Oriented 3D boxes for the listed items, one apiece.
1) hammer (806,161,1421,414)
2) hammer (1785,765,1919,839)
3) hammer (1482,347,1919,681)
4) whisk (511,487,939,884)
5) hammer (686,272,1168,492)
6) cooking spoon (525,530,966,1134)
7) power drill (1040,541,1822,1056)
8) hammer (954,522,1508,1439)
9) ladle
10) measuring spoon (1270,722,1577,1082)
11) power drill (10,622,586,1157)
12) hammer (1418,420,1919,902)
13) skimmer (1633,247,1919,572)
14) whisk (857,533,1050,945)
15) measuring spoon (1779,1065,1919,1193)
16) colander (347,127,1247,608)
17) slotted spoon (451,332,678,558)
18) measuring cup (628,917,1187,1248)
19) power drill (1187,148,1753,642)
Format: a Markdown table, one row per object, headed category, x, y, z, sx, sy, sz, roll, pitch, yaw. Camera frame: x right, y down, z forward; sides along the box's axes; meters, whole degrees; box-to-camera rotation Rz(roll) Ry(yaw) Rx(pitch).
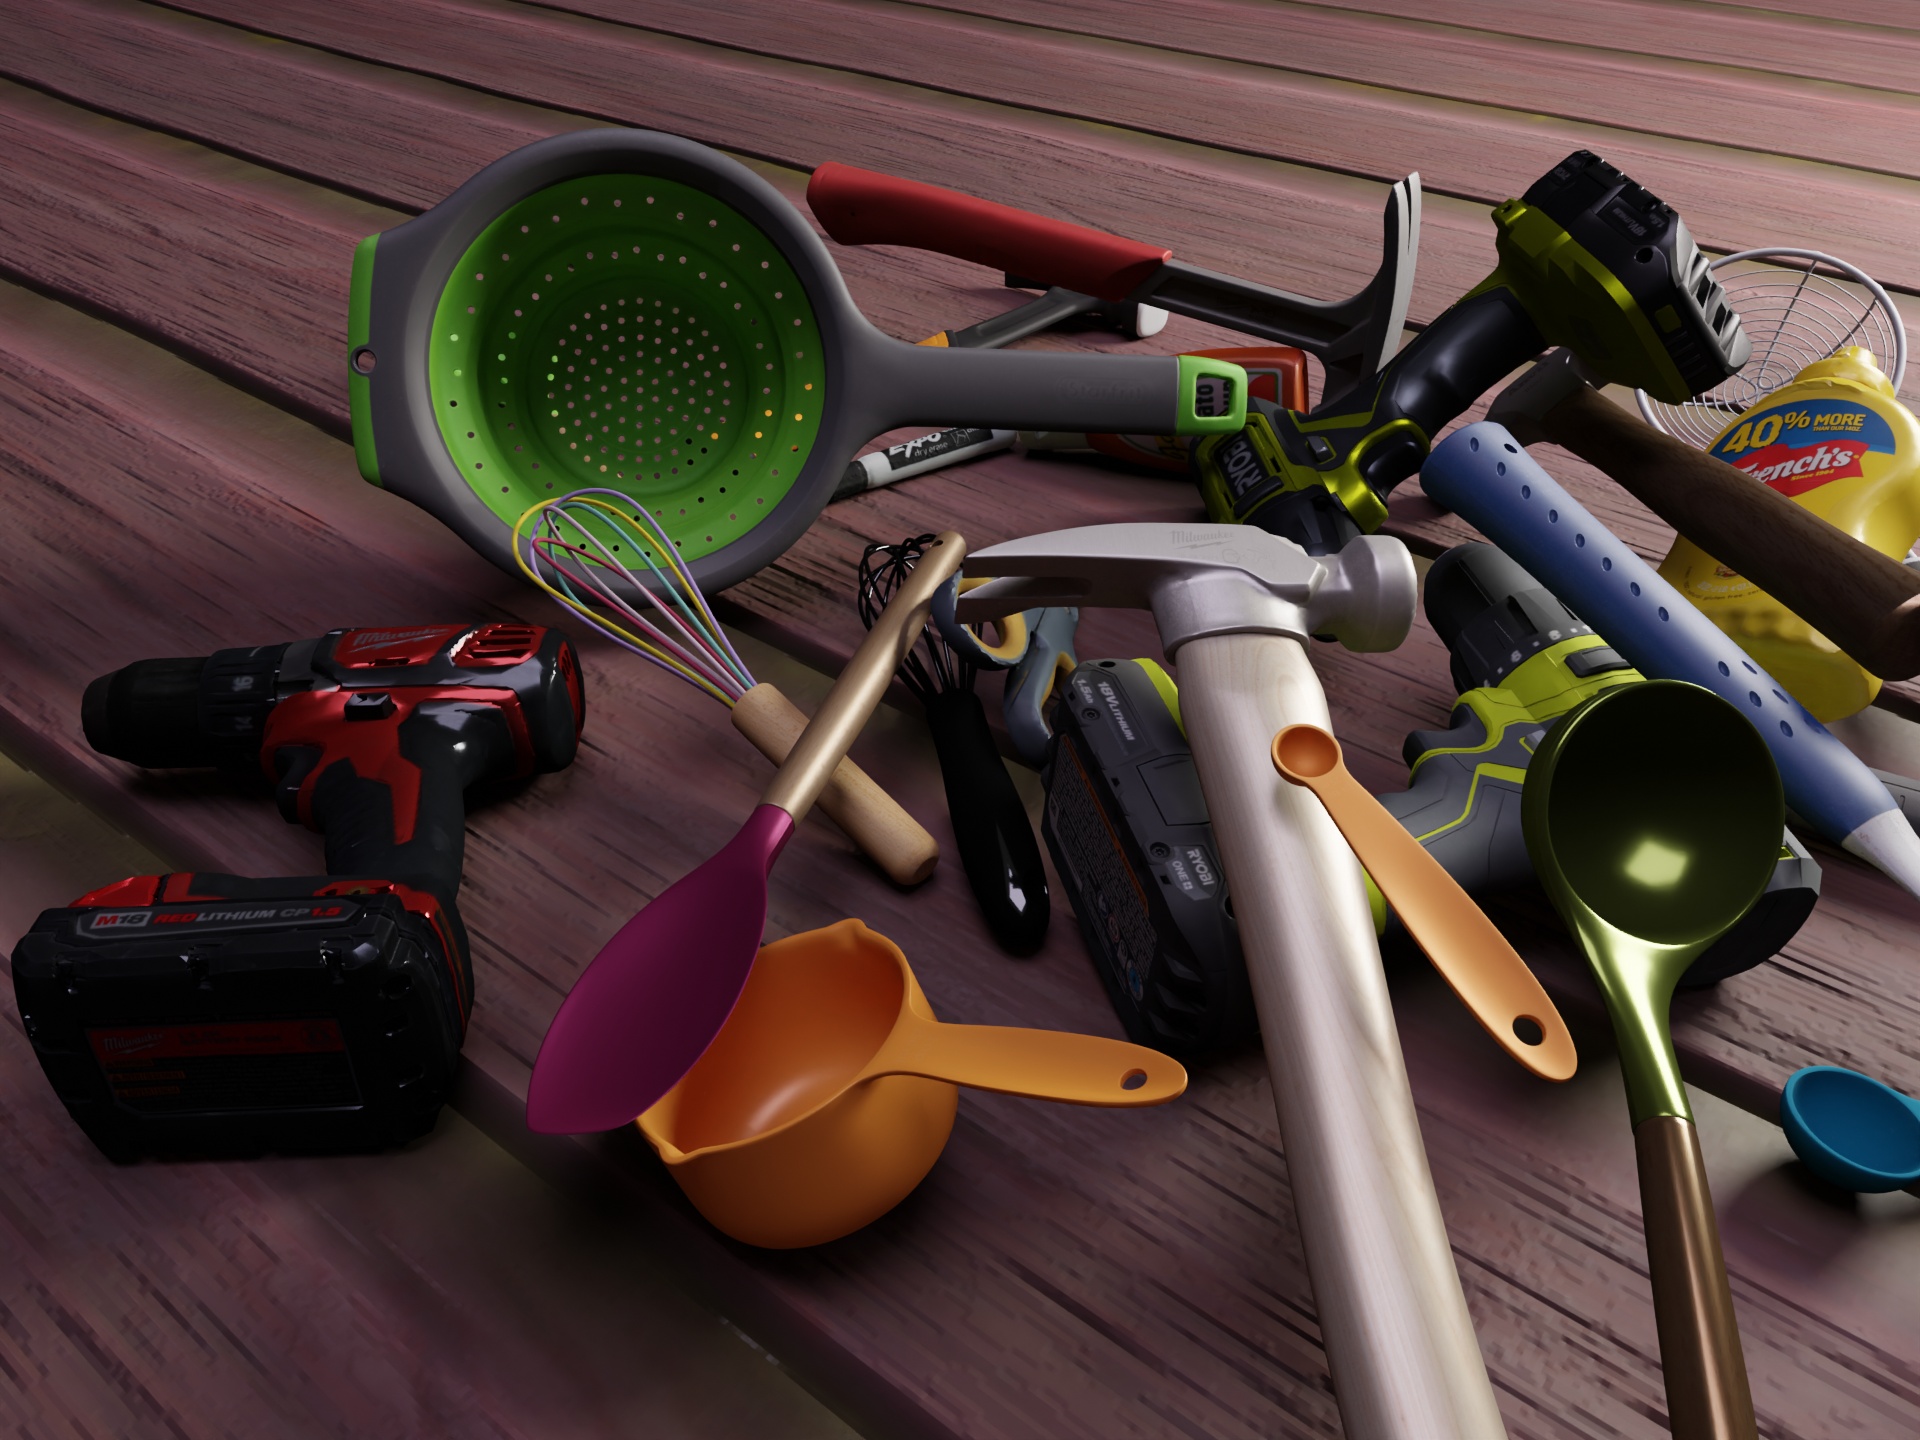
| category | x | y | z | sx | sy | sz | roll | pitch | yaw |
| --- | --- | --- | --- | --- | --- | --- | --- | --- | --- |
| hammer | 0.069 | -0.261 | 0.873 | 0.359 | 0.149 | 0.037 | 24 | 41 | 24 |
| hammer | 0.391 | 0.052 | 0.556 | 0.331 | 0.033 | 0.128 | 18 | 41 | 24 |
| hammer | 0.297 | -0.098 | 0.649 | 0.130 | 0.031 | 0.332 | -43 | 20 | 15 |
| whisk | -0.098 | -0.016 | 0.625 | 0.245 | 0.051 | 0.047 | 41 | 27 | 26 |
| hammer | -0.028 | -0.208 | 0.919 | 0.127 | 0.034 | 0.337 | 29 | 45 | 33 |
| cooking spoon | -0.053 | 0.019 | 0.544 | 0.069 | 0.017 | 0.319 | -11 | 31 | 29 |
| power drill | 0.149 | 0.017 | 0.556 | 0.228 | 0.080 | 0.191 | -10 | 47 | -14 |
| hammer | 0.089 | 0.105 | 0.396 | 0.146 | 0.038 | 0.411 | -1 | 51 | -8 |
| ladle | 0.177 | 0.114 | 0.372 | 0.078 | 0.062 | 0.320 | 23 | 45 | -9 |
| measuring spoon | 0.119 | 0.047 | 0.419 | 0.021 | 0.011 | 0.117 | -24 | 61 | -19 |
| power drill | -0.240 | 0.039 | 0.554 | 0.188 | 0.080 | 0.227 | -2 | 33 | -2 |
| hammer | 0.289 | 0.040 | 0.484 | 0.144 | 0.035 | 0.406 | -12 | 50 | -30 |
| skimmer | 0.403 | -0.116 | 0.720 | 0.127 | 0.090 | 0.364 | -18 | 28 | 19 |
| whisk | -0.001 | -0.001 | 0.630 | 0.055 | 0.055 | 0.239 | -8 | 42 | -9 |
| measuring spoon | 0.303 | 0.128 | 0.474 | 0.128 | 0.021 | 0.042 | 5 | 35 | -7 |
| colander | -0.069 | -0.155 | 0.741 | 0.397 | 0.204 | 0.094 | 1 | 7 | -8 |
| slotted spoon | -0.209 | -0.144 | 0.843 | 0.070 | 0.031 | 0.314 | -20 | 42 | -25 |
| measuring cup | -0.010 | 0.106 | 0.432 | 0.174 | 0.052 | 0.095 | -2 | 34 | 35 |
| power drill | 0.211 | -0.133 | 0.696 | 0.223 | 0.080 | 0.171 | -36 | 30 | 19 |
